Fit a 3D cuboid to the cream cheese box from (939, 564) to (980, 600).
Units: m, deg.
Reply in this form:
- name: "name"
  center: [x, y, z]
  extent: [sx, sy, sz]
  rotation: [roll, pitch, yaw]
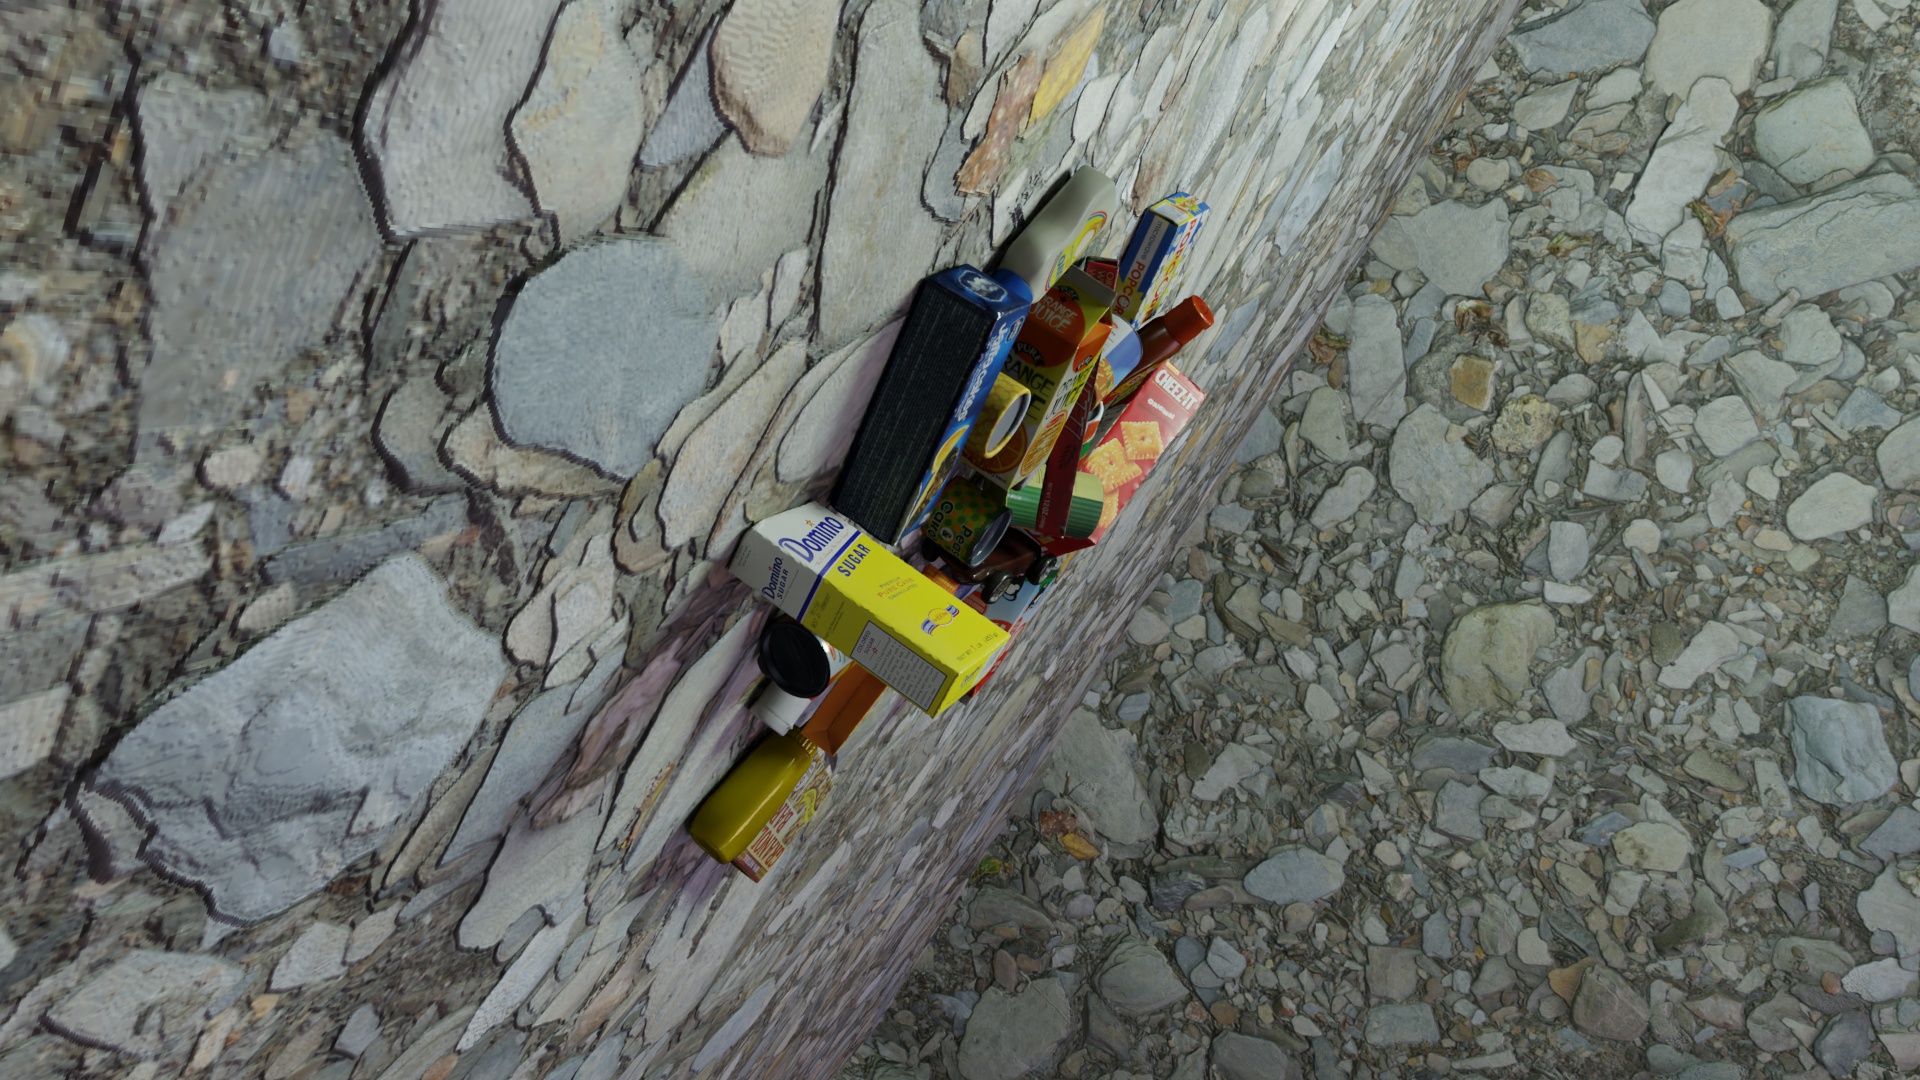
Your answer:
- name: "cream cheese box"
  center: [-0.002, 0.042, 1.470]
  extent: [0.104, 0.024, 0.053]
  rotation: [-36, 157, -55]

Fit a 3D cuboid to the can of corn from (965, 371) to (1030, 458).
- name: "can of corn"
  center: [0.013, -0.106, 1.105]
  extent: [0.071, 0.058, 0.071]
  rotation: [-51, 166, -19]

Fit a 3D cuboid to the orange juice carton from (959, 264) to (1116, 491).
- name: "orange juice carton"
  center: [0.063, -0.144, 1.157]
  extent: [0.073, 0.072, 0.191]
  rotation: [-37, 158, -52]

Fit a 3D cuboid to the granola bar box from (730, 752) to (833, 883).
- name: "granola bar box"
  center: [-0.181, 0.257, 1.332]
  extent: [0.124, 0.039, 0.165]
  rotation: [-51, 165, -17]

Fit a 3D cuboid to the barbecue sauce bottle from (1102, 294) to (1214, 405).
- name: "barbecue sauce bottle"
  center: [0.189, -0.194, 1.415]
  extent: [0.148, 0.043, 0.065]
  rotation: [-35, -178, 30]

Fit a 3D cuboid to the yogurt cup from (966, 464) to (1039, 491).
- name: "yogurt cup"
  center: [0.045, -0.082, 1.281]
  extent: [0.072, 0.054, 0.072]
  rotation: [-51, 166, -18]

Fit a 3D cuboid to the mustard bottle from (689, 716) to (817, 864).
- name: "mustard bottle"
  center: [-0.172, 0.210, 1.231]
  extent: [0.161, 0.049, 0.065]
  rotation: [-49, 165, -26]

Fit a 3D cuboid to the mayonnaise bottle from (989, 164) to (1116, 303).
- name: "mayonnaise bottle"
  center: [0.062, -0.216, 1.050]
  extent: [0.148, 0.041, 0.064]
  rotation: [-51, 168, -21]

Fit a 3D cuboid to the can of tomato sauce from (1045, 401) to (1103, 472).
- name: "can of tomato sauce"
  center: [0.101, -0.111, 1.380]
  extent: [0.071, 0.071, 0.082]
  rotation: [-45, 162, -37]

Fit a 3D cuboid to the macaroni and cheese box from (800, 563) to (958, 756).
- name: "macaroni and cheese box"
  center: [-0.070, 0.105, 1.258]
  extent: [0.123, 0.040, 0.167]
  rotation: [-53, 180, 29]

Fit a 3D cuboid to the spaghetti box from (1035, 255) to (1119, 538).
- name: "spaghetti box"
  center: [0.103, -0.128, 1.235]
  extent: [0.050, 0.029, 0.249]
  rotation: [-77, 177, -76]

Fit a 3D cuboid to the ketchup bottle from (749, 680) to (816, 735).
- name: "ketchup bottle"
  center: [-0.116, 0.094, 1.161]
  extent: [0.149, 0.043, 0.064]
  rotation: [-53, 169, -12]

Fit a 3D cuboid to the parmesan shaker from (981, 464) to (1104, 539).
- name: "parmesan shaker"
  center: [0.080, -0.039, 1.351]
  extent: [0.071, 0.103, 0.071]
  rotation: [-167, -91, -69]

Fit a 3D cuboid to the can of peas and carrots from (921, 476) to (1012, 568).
- name: "can of peas and carrots"
  center: [0.005, -0.016, 1.285]
  extent: [0.071, 0.059, 0.070]
  rotation: [-50, 165, -19]

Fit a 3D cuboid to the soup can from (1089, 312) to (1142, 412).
- name: "soup can"
  center: [0.124, -0.167, 1.323]
  extent: [0.084, 0.071, 0.071]
  rotation: [-46, 163, -33]

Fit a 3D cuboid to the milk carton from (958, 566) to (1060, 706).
- name: "milk carton"
  center: [0.030, 0.094, 1.600]
  extent: [0.190, 0.072, 0.073]
  rotation: [-57, 167, 8]

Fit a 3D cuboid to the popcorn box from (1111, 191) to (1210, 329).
- name: "popcorn box"
  center: [0.190, -0.273, 1.362]
  extent: [0.085, 0.038, 0.126]
  rotation: [-39, 159, -51]

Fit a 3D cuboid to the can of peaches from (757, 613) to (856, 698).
- name: "can of peaches"
  center: [-0.116, 0.082, 1.092]
  extent: [0.058, 0.071, 0.071]
  rotation: [-38, 158, -53]
